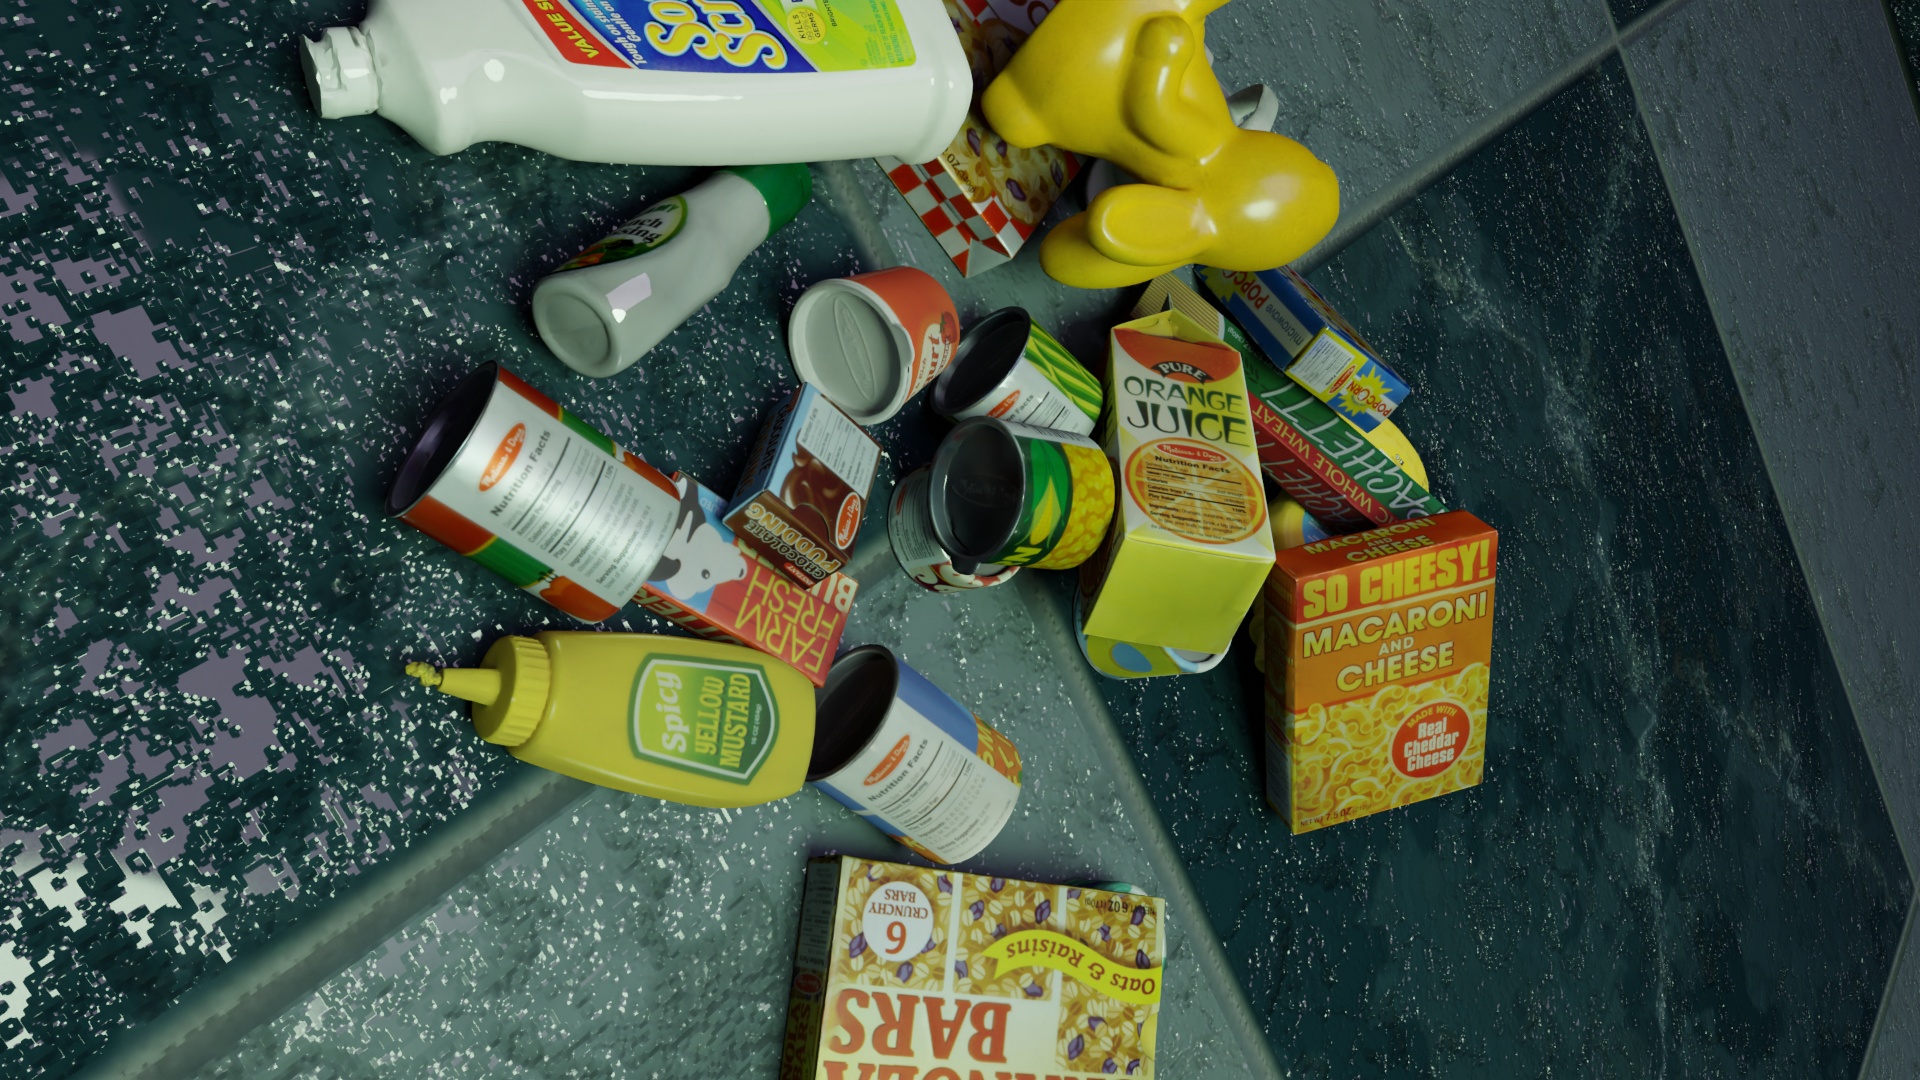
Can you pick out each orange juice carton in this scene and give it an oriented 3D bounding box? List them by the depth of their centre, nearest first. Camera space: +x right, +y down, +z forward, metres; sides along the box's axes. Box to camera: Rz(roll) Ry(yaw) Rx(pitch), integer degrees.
[{"bbox_3d":[0.101,-0.042,0.702,0.073,0.071,0.194,10,46,-8],"label":"orange juice carton"}]

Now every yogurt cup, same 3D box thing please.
[{"bbox_3d":[-0.037,-0.093,0.638,0.054,0.072,0.072,-36,106,-48],"label":"yogurt cup"}]

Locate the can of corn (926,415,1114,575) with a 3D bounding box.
[{"bbox_3d":[0.027,-0.018,0.631,0.058,0.071,0.071,6,78,-40],"label":"can of corn"}]

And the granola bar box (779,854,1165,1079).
[{"bbox_3d":[0.009,0.210,0.607,0.166,0.039,0.124,13,73,-24],"label":"granola bar box"}]

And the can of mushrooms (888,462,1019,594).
[{"bbox_3d":[0.002,-0.008,0.674,0.071,0.033,0.071,10,74,-39],"label":"can of mushrooms"}]

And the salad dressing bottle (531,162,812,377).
[{"bbox_3d":[-0.115,-0.123,0.580,0.148,0.064,0.043,-53,128,-44],"label":"salad dressing bottle"}]

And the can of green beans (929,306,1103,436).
[{"bbox_3d":[0.028,-0.072,0.688,0.057,0.071,0.071,39,58,-30],"label":"can of green beans"}]

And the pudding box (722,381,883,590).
[{"bbox_3d":[-0.066,-0.025,0.599,0.049,0.030,0.084,42,34,-24],"label":"pudding box"}]

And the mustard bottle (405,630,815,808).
[{"bbox_3d":[-0.131,0.065,0.532,0.160,0.048,0.065,16,70,-38],"label":"mustard bottle"}]

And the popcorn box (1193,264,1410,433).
[{"bbox_3d":[0.201,-0.126,0.822,0.085,0.038,0.127,25,26,-35],"label":"popcorn box"}]

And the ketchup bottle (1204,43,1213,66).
[{"bbox_3d":[0.089,-0.322,0.806,0.148,0.043,0.065,38,58,-30],"label":"ketchup bottle"}]

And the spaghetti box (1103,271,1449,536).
[{"bbox_3d":[0.193,-0.060,0.806,0.250,0.028,0.050,39,57,-7],"label":"spaghetti box"}]

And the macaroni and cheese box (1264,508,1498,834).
[{"bbox_3d":[0.233,0.074,0.782,0.124,0.040,0.165,-12,116,-12],"label":"macaroni and cheese box"}]

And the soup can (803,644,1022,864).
[{"bbox_3d":[-0.025,0.093,0.610,0.083,0.071,0.071,40,58,-31],"label":"soup can"}]

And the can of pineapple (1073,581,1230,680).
[{"bbox_3d":[0.102,0.038,0.735,0.071,0.057,0.071,9,76,-40],"label":"can of pineapple"}]

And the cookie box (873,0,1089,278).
[{"bbox_3d":[0.018,-0.239,0.730,0.122,0.040,0.168,50,54,-22],"label":"cookie box"}]

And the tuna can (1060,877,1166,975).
[{"bbox_3d":[0.068,0.204,0.689,0.071,0.032,0.071,10,75,-40],"label":"tuna can"}]

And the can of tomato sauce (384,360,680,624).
[{"bbox_3d":[-0.157,-0.017,0.516,0.083,0.071,0.071,36,60,-31],"label":"can of tomato sauce"}]

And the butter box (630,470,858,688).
[{"bbox_3d":[-0.094,0.019,0.590,0.103,0.024,0.053,34,60,-32],"label":"butter box"}]
